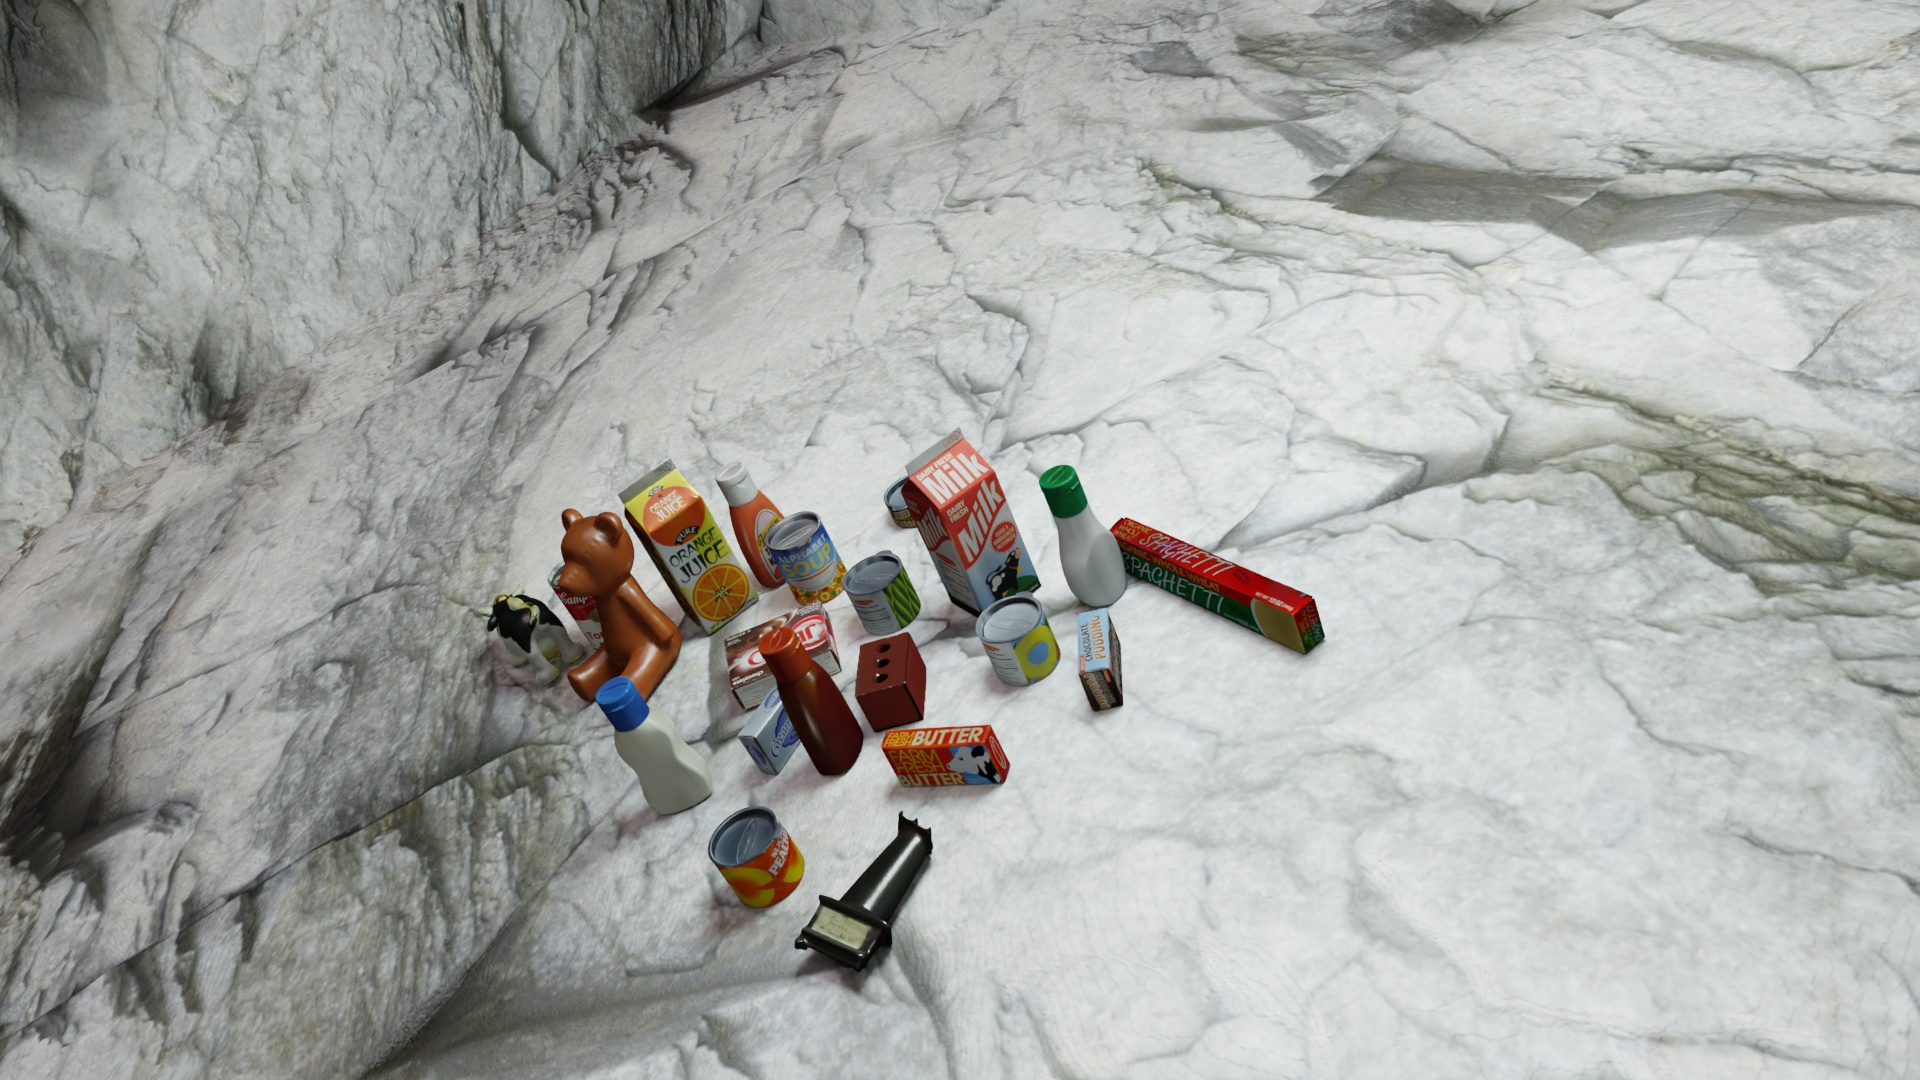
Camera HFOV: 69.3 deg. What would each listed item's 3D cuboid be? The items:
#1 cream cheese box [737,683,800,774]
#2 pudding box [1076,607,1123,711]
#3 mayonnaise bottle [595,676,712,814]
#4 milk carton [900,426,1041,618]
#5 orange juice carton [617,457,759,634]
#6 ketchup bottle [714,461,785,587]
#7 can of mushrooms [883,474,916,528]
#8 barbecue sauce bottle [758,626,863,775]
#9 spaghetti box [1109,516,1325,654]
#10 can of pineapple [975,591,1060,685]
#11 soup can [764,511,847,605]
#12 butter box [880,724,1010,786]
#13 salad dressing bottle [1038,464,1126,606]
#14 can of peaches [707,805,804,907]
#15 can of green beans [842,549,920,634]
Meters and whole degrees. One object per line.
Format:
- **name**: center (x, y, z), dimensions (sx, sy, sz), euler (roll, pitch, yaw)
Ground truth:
- **cream cheese box**: center (-0.169, 0.170, 1.341), dimensions (0.024, 0.053, 0.104), euler (1, 41, 34)
- **pudding box**: center (0.125, 0.106, 1.248), dimensions (0.030, 0.049, 0.084), euler (-15, 34, 15)
- **mayonnaise bottle**: center (-0.290, 0.191, 1.300), dimensions (0.065, 0.147, 0.041), euler (-23, 33, 2)
- **milk carton**: center (0.005, -0.017, 1.370), dimensions (0.072, 0.189, 0.073), euler (-38, 35, -19)
- **orange juice carton**: center (-0.305, 0.004, 1.535), dimensions (0.072, 0.192, 0.073), euler (-37, 35, -19)
- **ketchup bottle**: center (-0.229, -0.020, 1.560), dimensions (0.043, 0.148, 0.065), euler (12, 47, 43)
- **can of mushrooms**: center (-0.053, -0.045, 1.590), dimensions (0.071, 0.033, 0.071), euler (-17, 34, 12)
- **barbecue sauce bottle**: center (-0.137, 0.144, 1.270), dimensions (0.043, 0.148, 0.065), euler (-10, 35, 22)
- **spaghetti box**: center (0.228, 0.037, 1.280), dimensions (0.029, 0.050, 0.250), euler (-38, 35, -19)
- **can of pineapple**: center (0.056, 0.093, 1.304), dimensions (0.071, 0.057, 0.071), euler (-17, 33, 12)
- **soup can**: center (-0.167, 0.022, 1.521), dimensions (0.071, 0.083, 0.072), euler (-17, 33, 12)
- **butter box**: center (-0.014, 0.189, 1.216), dimensions (0.103, 0.053, 0.024), euler (-7, 37, 25)
- **salad dressing bottle**: center (0.115, -0.004, 1.321), dimensions (0.044, 0.147, 0.064), euler (12, 47, 43)
- **can of peaches**: center (-0.173, 0.272, 1.194), dimensions (0.071, 0.057, 0.071), euler (-17, 33, 12)
- **can of green beans**: center (-0.081, 0.056, 1.443), dimensions (0.071, 0.057, 0.071), euler (-17, 33, 12)
